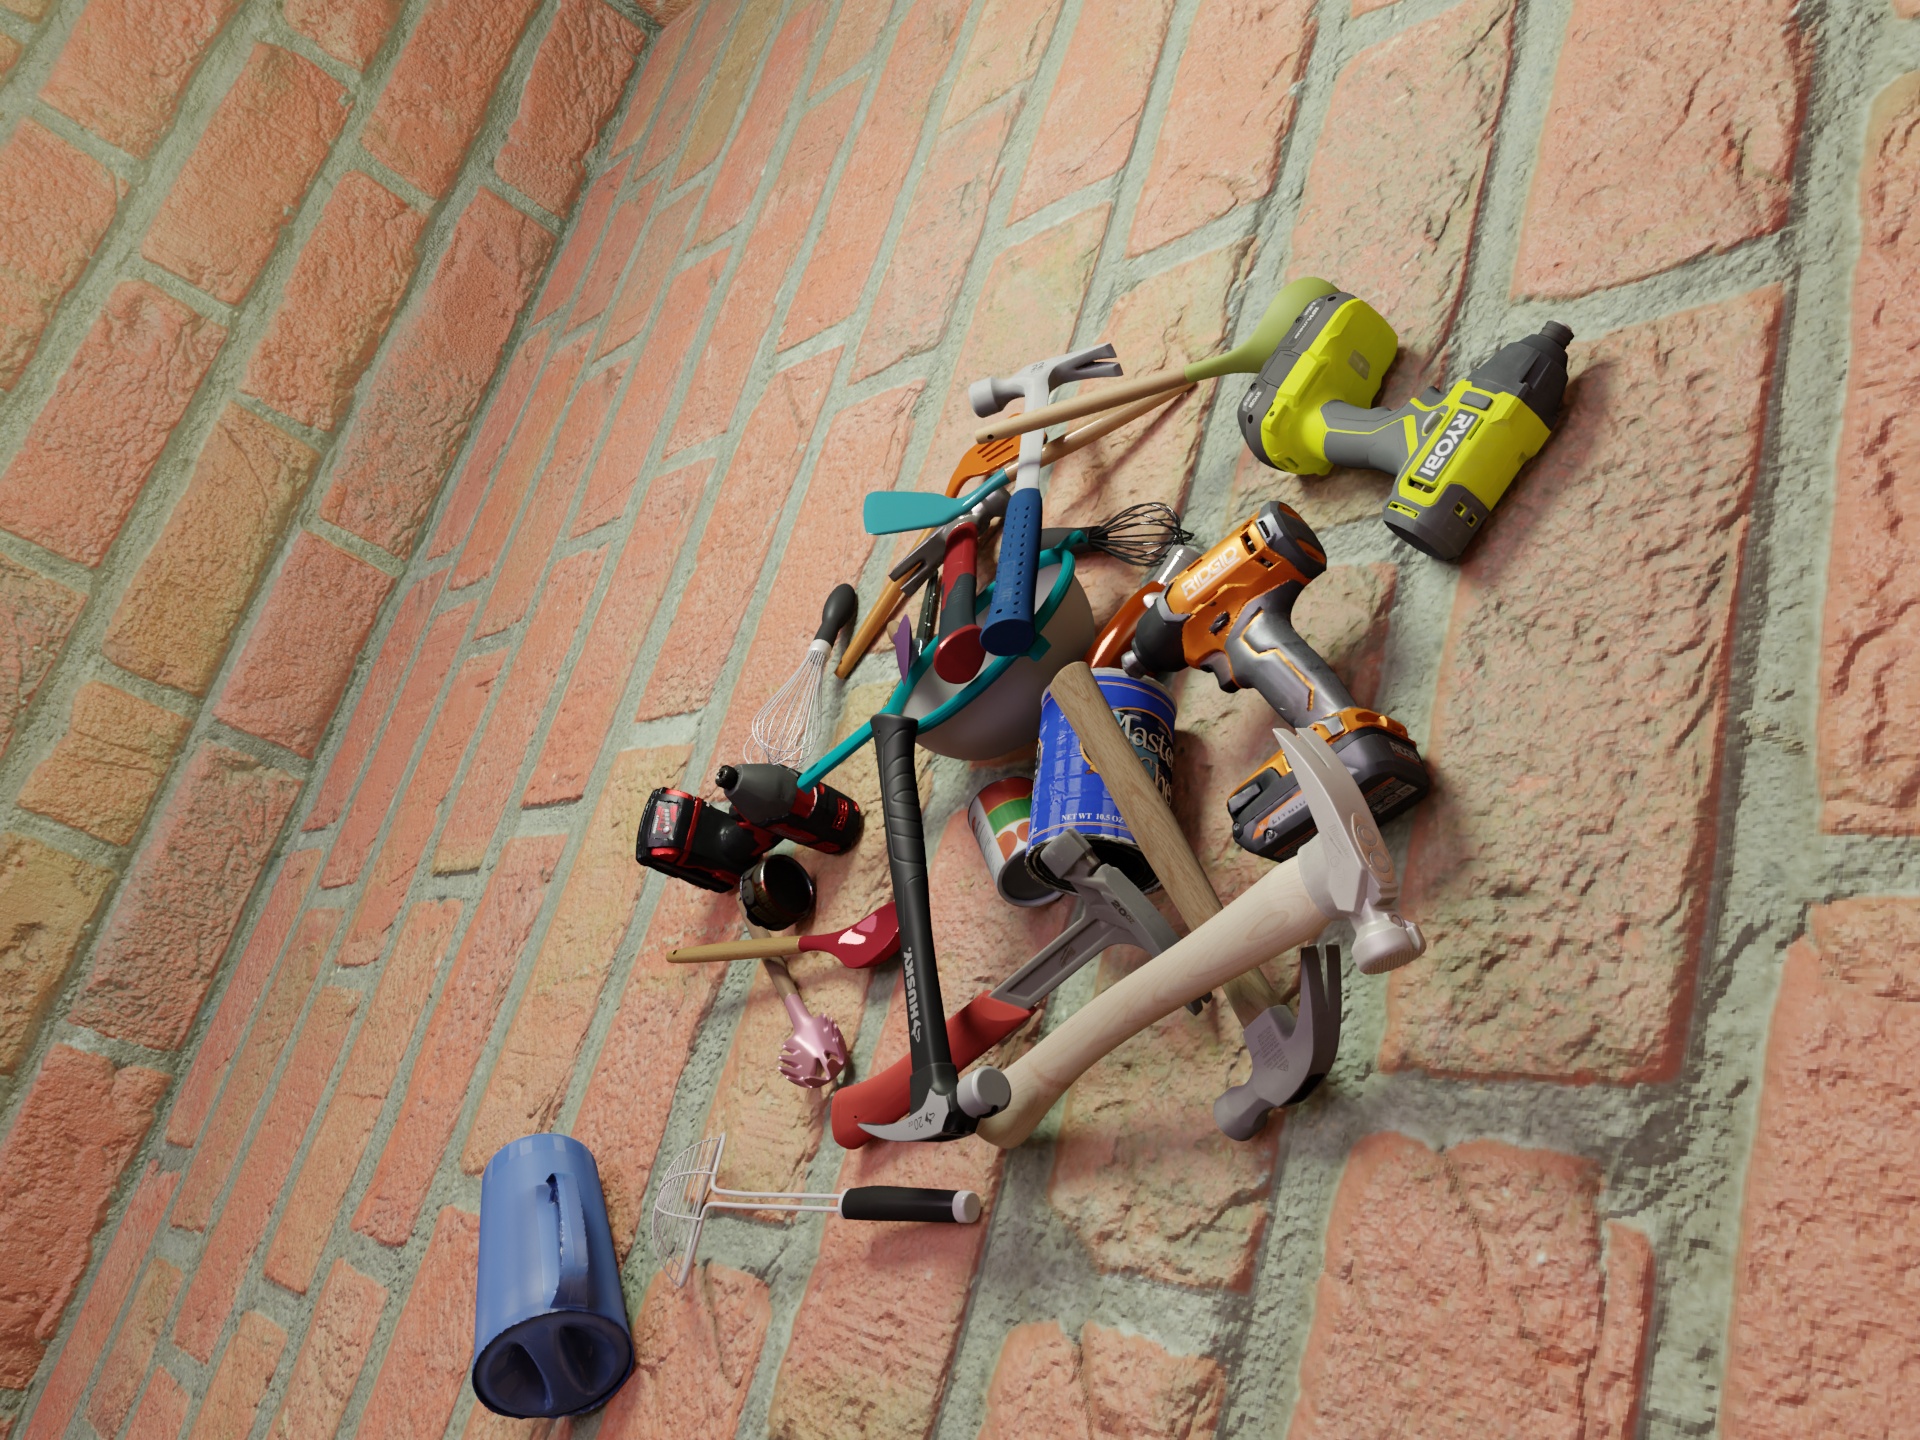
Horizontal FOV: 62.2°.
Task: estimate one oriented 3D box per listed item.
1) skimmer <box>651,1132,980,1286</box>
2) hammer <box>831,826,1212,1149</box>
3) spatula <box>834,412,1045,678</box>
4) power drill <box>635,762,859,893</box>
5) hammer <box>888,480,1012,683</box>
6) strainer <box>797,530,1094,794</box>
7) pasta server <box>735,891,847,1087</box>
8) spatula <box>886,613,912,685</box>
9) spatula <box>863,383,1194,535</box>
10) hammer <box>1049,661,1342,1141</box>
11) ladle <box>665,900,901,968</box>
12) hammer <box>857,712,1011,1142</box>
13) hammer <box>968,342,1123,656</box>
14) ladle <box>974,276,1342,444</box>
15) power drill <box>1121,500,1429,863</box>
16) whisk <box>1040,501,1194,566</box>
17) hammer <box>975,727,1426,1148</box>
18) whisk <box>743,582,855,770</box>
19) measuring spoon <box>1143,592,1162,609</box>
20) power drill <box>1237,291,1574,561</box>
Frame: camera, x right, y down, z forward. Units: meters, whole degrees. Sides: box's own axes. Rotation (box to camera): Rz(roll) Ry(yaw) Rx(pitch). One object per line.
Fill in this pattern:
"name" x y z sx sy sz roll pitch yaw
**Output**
"skimmer" -0.117 0.389 1.259 0.363 0.090 0.127 -11 53 37
"hammer" 0.020 0.230 1.160 0.359 0.149 0.037 -46 -10 35
"spatula" -0.029 -0.172 1.593 0.322 0.041 0.081 -56 32 13
"power drill" -0.212 0.095 1.514 0.219 0.143 0.079 -21 51 47
"hammer" -0.013 -0.106 1.375 0.143 0.038 0.387 -40 16 16
"strainer" -0.002 -0.004 1.345 0.340 0.095 0.211 -37 18 32
"pasta server" -0.163 0.233 1.435 0.060 0.040 0.316 -37 33 -3
"spatula" -0.055 -0.073 1.431 0.316 0.018 0.060 -122 34 -81
"spatula" 0.060 -0.240 1.425 0.317 0.044 0.082 -26 32 14
"hammer" 0.141 0.093 1.026 0.130 0.031 0.332 -54 50 38
"ladle" -0.160 0.203 1.426 0.315 0.031 0.069 -12 38 39
"hammer" -0.037 0.143 1.164 0.146 0.035 0.335 -40 49 45
"hammer" 0.060 -0.194 1.318 0.144 0.035 0.406 -16 37 20
"ladle" 0.160 -0.280 1.293 0.320 0.078 0.062 -13 38 23
"power drill" 0.199 -0.017 1.069 0.164 0.084 0.227 -39 53 28
"whisk" 0.115 -0.154 1.366 0.239 0.055 0.055 5 69 59
"hammer" 0.116 0.165 1.004 0.410 0.038 0.146 -46 53 43
"whisk" -0.151 -0.047 1.588 0.070 0.070 0.285 -31 28 36
"measuring spoon" 0.188 -0.077 1.187 0.124 0.018 0.034 22 75 32
"power drill" 0.315 -0.223 1.130 0.171 0.080 0.223 -56 37 5
